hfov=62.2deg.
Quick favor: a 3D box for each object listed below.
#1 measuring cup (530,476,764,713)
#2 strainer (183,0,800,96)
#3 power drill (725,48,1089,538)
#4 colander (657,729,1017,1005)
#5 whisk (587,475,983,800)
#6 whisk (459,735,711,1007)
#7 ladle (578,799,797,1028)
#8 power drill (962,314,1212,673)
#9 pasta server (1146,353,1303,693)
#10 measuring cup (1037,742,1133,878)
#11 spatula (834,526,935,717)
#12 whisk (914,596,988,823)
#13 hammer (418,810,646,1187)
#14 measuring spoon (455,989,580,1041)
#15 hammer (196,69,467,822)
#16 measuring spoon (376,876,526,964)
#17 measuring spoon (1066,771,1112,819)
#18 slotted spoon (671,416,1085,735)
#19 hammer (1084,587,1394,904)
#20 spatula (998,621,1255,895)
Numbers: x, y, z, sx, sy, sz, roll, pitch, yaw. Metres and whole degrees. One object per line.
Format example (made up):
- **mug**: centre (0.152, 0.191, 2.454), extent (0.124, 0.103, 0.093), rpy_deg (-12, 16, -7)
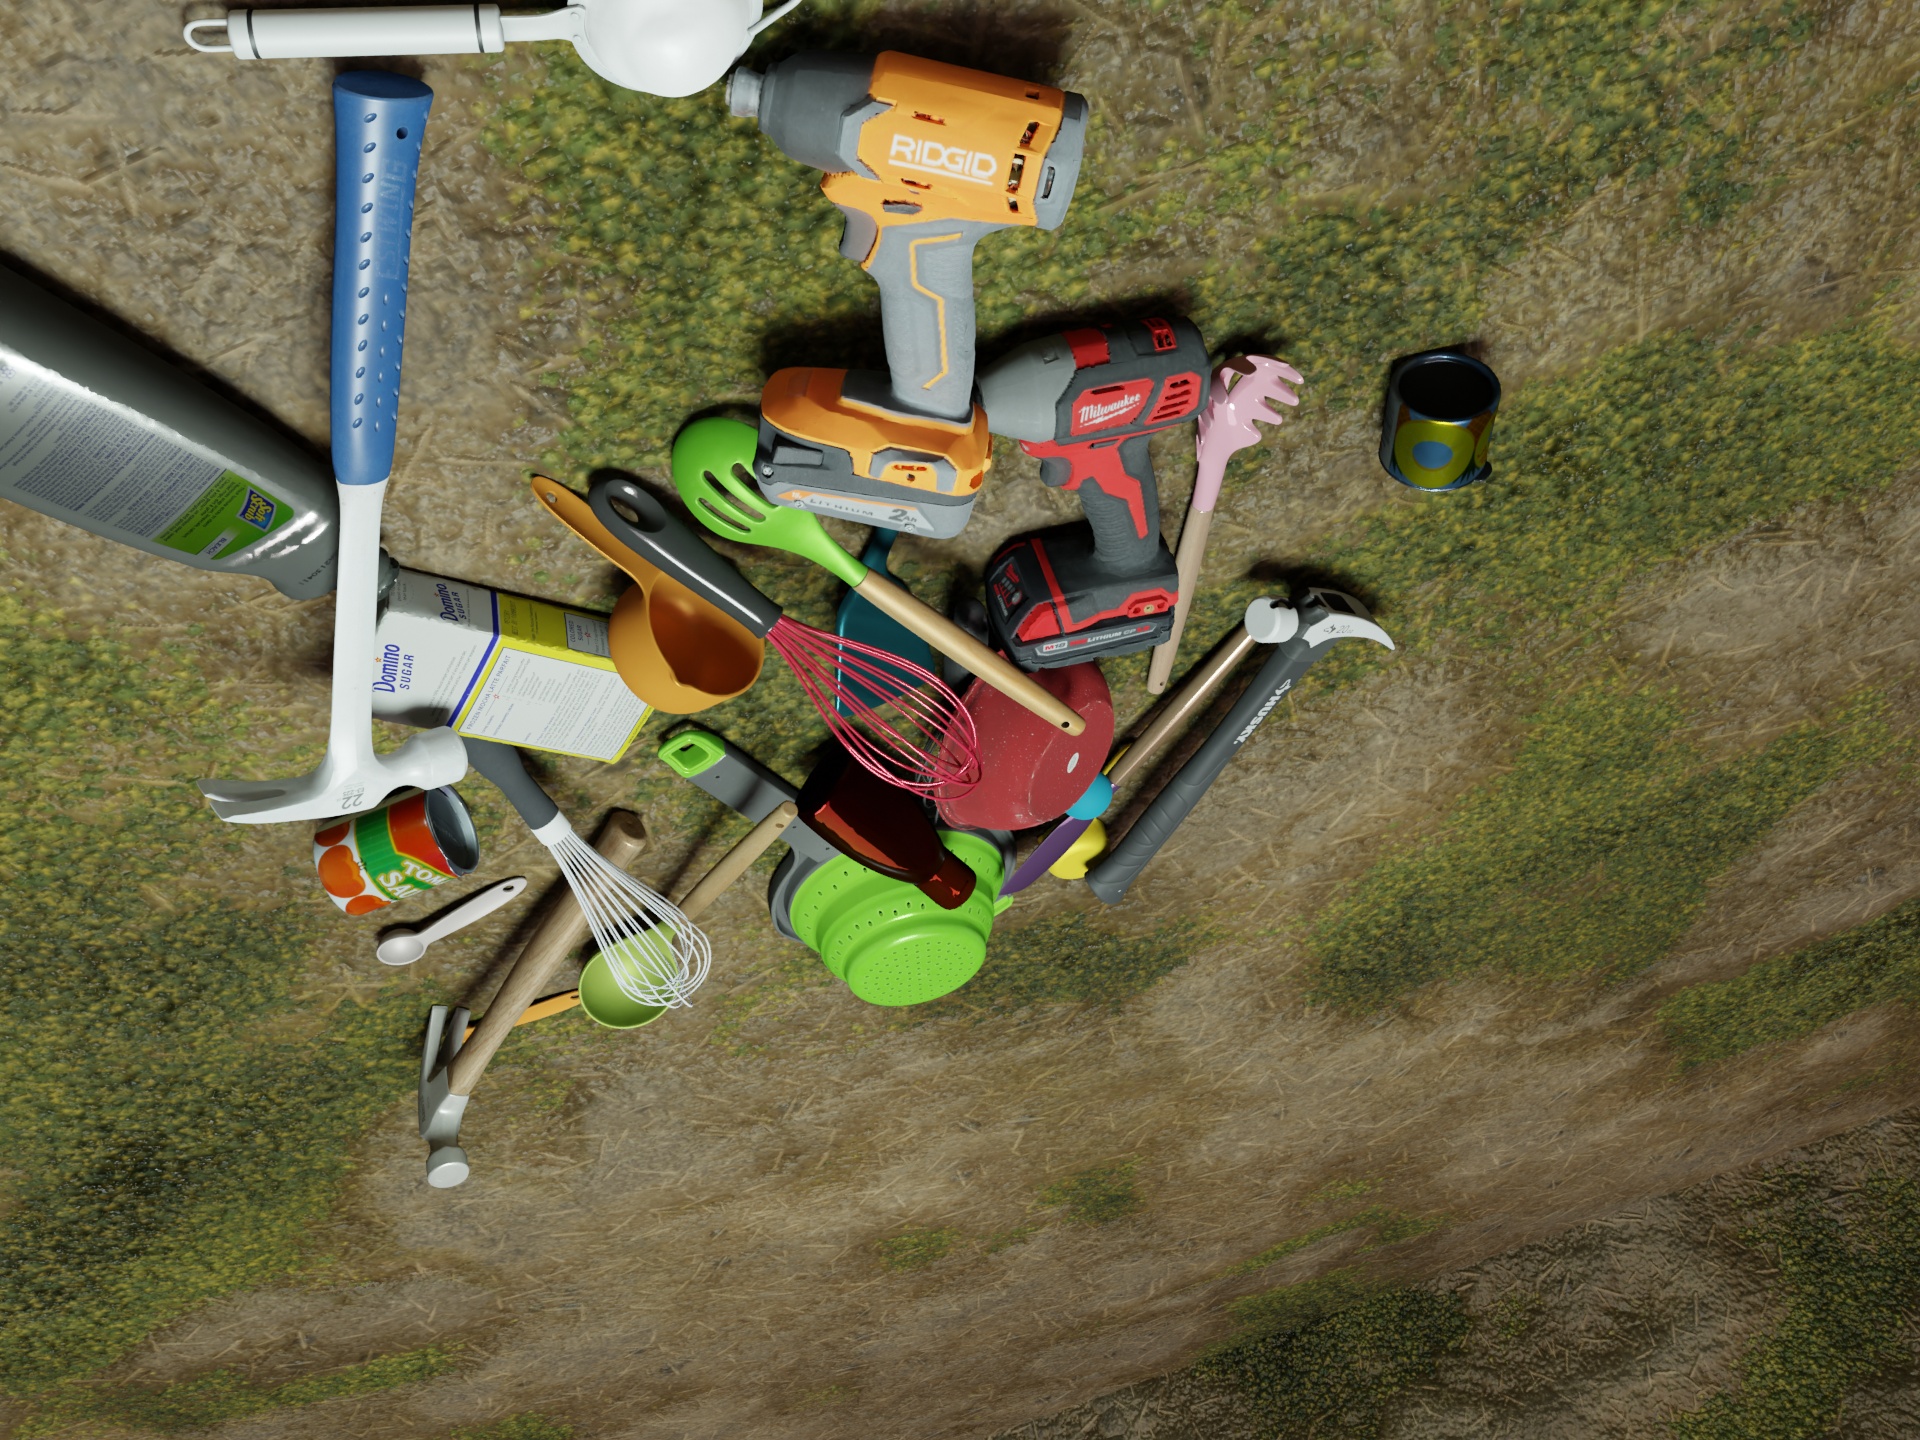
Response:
- **measuring cup**: centre (-0.194, -0.073, 0.927), extent (0.052, 0.095, 0.173), rpy_deg (-24, 124, 39)
- **strainer**: centre (-0.191, -0.291, 0.673), extent (0.258, 0.050, 0.086), rpy_deg (-6, 156, -10)
- **power drill**: centre (-0.042, -0.211, 0.780), extent (0.164, 0.084, 0.226), rpy_deg (11, 130, -5)
- **colander**: centre (-0.084, 0.124, 1.189), extent (0.204, 0.095, 0.396), rpy_deg (-31, 141, 16)
- **whisk**: centre (-0.097, -0.046, 0.939), extent (0.295, 0.073, 0.073), rpy_deg (38, 119, -22)
- **whisk**: centre (-0.256, 0.093, 1.065), extent (0.070, 0.070, 0.284), rpy_deg (-25, 121, 9)
- **ladle**: centre (-0.195, 0.144, 1.156), extent (0.078, 0.062, 0.320), rpy_deg (20, 142, -25)
- **power drill**: centre (0.068, -0.134, 0.945), extent (0.143, 0.079, 0.219), rpy_deg (-12, 140, -8)
- **pasta server**: centre (0.156, -0.116, 1.032), extent (0.060, 0.040, 0.316), rpy_deg (-18, 145, -18)
- **measuring cup**: centre (0.110, 0.075, 1.258), extent (0.062, 0.029, 0.156), rpy_deg (1, 141, -23)
- **spatula**: centre (-0.028, -0.133, 0.932), extent (0.082, 0.044, 0.317), rpy_deg (-24, 148, -33)
- **whisk**: centre (-0.003, -0.003, 1.085), extent (0.055, 0.055, 0.238), rpy_deg (-9, 145, -11)
- **hammer**: centre (-0.324, 0.193, 1.183), extent (0.031, 0.130, 0.331), rpy_deg (18, 119, -38)
- **measuring spoon**: centre (-0.356, 0.237, 1.295), extent (0.117, 0.011, 0.021), rpy_deg (-18, 142, -5)
- **hammer**: centre (-0.301, -0.110, 0.785), extent (0.144, 0.035, 0.405), rpy_deg (-19, 139, -41)
- **measuring spoon**: centre (-0.373, 0.142, 1.167), extent (0.124, 0.018, 0.034), rpy_deg (-29, 142, 3)
- **measuring spoon**: centre (0.055, 0.039, 1.164), extent (0.128, 0.021, 0.042), rpy_deg (26, 115, -16)
- **slotted spoon**: centre (-0.038, -0.072, 0.938), extent (0.313, 0.031, 0.070), rpy_deg (34, 124, -28)
- **hammer**: centre (0.191, 0.029, 1.195), extent (0.146, 0.035, 0.334), rpy_deg (-4, 140, -38)
- **spatula**: centre (0.132, 0.027, 1.191), extent (0.316, 0.018, 0.059), rpy_deg (-50, 156, 26)
